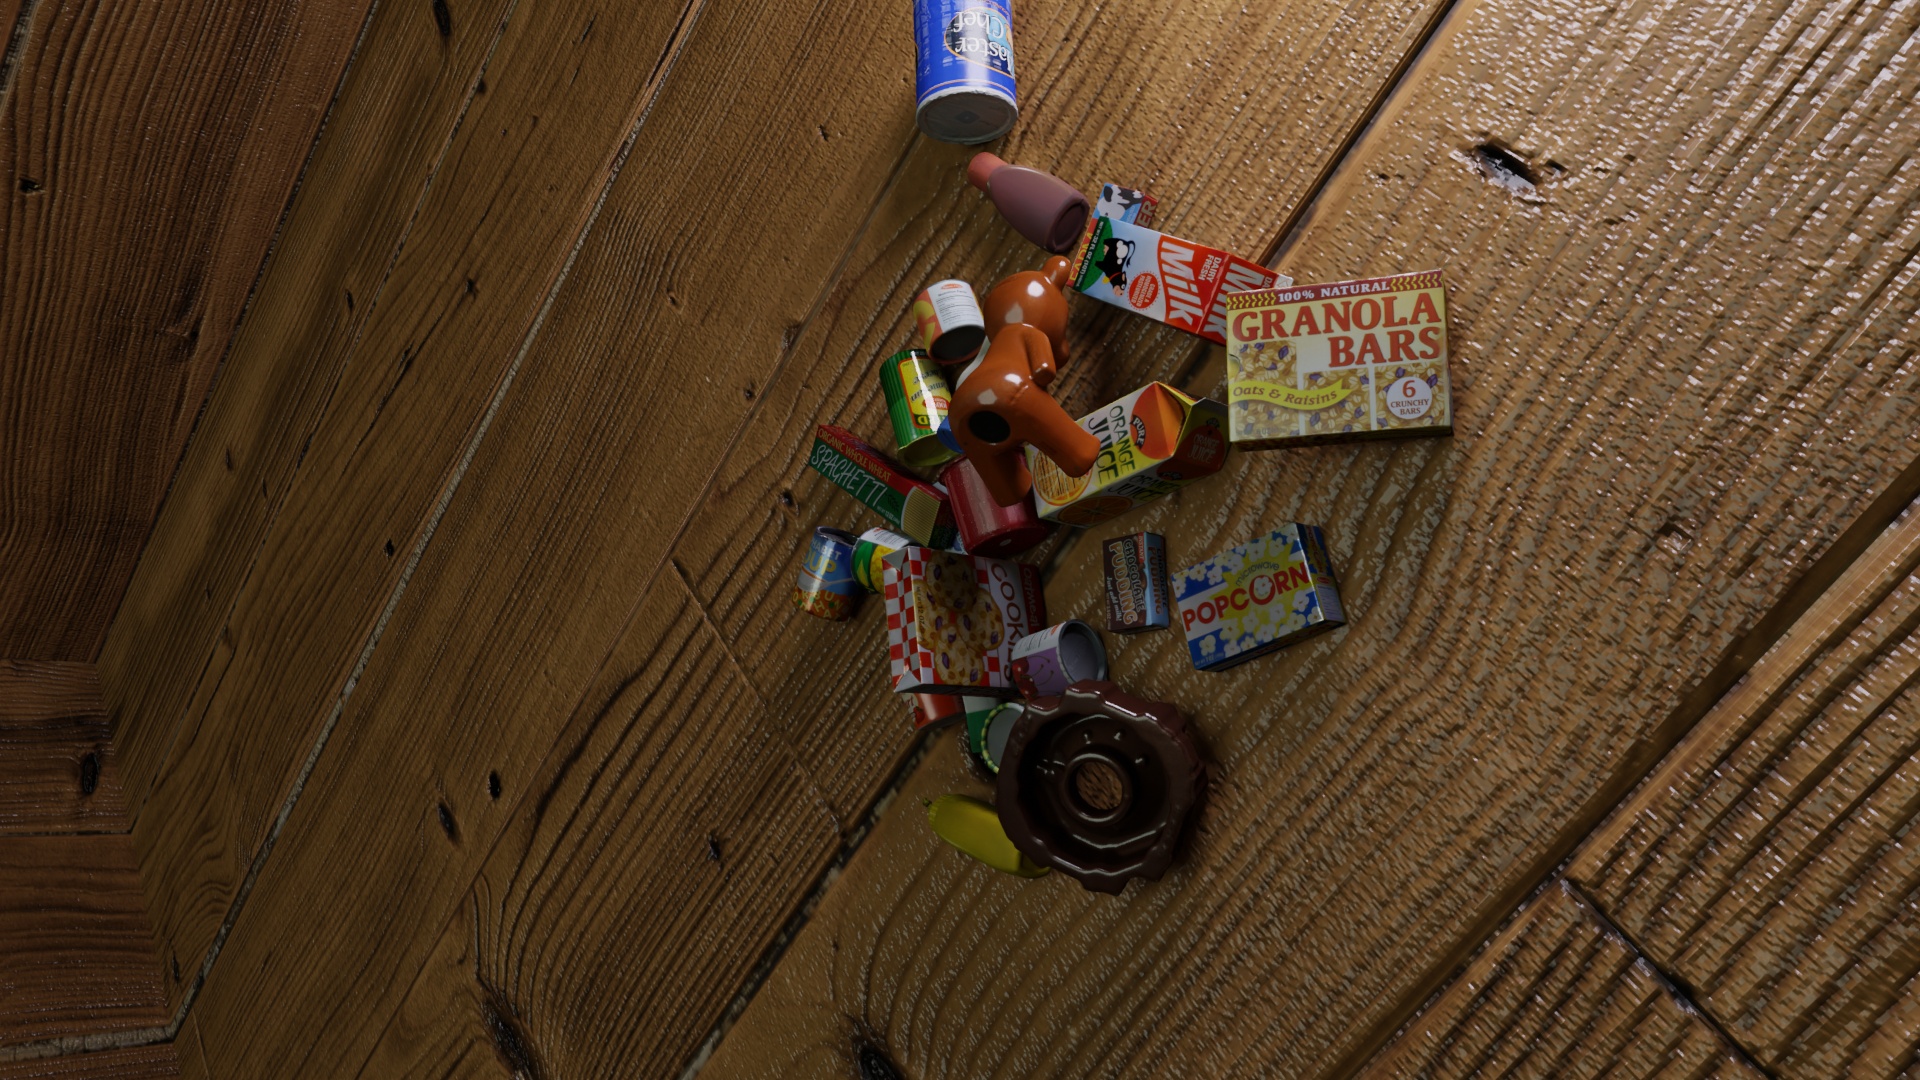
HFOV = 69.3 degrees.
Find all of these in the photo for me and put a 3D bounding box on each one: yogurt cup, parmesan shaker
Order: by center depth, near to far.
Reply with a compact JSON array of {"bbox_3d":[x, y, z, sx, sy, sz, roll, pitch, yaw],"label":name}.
[{"bbox_3d":[-0.023,0.149,1.334,0.072,0.072,0.054,-31,70,35],"label":"yogurt cup"},{"bbox_3d":[-0.042,-0.134,1.401,0.071,0.071,0.103,-34,61,34],"label":"parmesan shaker"}]

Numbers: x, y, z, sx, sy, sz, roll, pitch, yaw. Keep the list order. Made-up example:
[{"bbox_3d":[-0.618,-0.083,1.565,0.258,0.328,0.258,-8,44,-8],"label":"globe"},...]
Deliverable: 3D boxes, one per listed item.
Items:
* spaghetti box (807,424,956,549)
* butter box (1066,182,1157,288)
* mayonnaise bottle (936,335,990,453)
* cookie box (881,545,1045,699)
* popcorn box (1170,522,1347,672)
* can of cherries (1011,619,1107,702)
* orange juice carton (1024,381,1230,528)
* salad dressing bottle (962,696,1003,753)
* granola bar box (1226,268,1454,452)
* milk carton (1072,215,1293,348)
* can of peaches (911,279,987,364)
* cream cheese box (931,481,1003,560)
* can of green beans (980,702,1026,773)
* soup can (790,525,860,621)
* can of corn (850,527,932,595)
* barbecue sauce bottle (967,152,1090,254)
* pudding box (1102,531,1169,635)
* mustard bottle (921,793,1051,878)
[{"bbox_3d":[-0.084,-0.059,1.434,0.250,0.029,0.050,34,111,48],"label":"spaghetti box"},{"bbox_3d":[0.140,-0.276,1.293,0.053,0.024,0.103,29,101,43],"label":"butter box"},{"bbox_3d":[0.030,-0.148,1.301,0.041,0.064,0.149,3,52,50],"label":"mayonnaise bottle"},{"bbox_3d":[0.009,0.076,1.246,0.040,0.167,0.123,-22,68,42],"label":"cookie box"},{"bbox_3d":[0.239,0.048,1.126,0.126,0.038,0.085,-27,64,36],"label":"popcorn box"},{"bbox_3d":[0.089,0.112,1.235,0.058,0.071,0.071,-24,66,38],"label":"can of cherries"},{"bbox_3d":[0.154,-0.079,1.207,0.192,0.072,0.073,-25,65,38],"label":"orange juice carton"},{"bbox_3d":[0.016,0.124,1.306,0.044,0.064,0.148,-22,74,52],"label":"salad dressing bottle"},{"bbox_3d":[0.291,-0.137,1.075,0.165,0.039,0.124,-3,78,20],"label":"granola bar box"},{"bbox_3d":[0.196,-0.217,1.195,0.191,0.073,0.072,31,103,42],"label":"milk carton"},{"bbox_3d":[-0.010,-0.217,1.394,0.071,0.071,0.058,-37,59,32],"label":"can of peaches"},{"bbox_3d":[0.005,-0.017,1.367,0.053,0.024,0.104,-34,60,35],"label":"cream cheese box"},{"bbox_3d":[0.060,0.181,1.252,0.071,0.058,0.071,-10,75,42],"label":"can of green beans"},{"bbox_3d":[-0.136,0.034,1.456,0.071,0.071,0.083,30,102,42],"label":"soup can"},{"bbox_3d":[-0.067,0.026,1.398,0.058,0.071,0.071,15,92,43],"label":"can of corn"},{"bbox_3d":[0.062,-0.339,1.365,0.149,0.044,0.064,44,111,40],"label":"barbecue sauce bottle"},{"bbox_3d":[0.153,0.038,1.213,0.049,0.030,0.084,-12,74,40],"label":"pudding box"},{"bbox_3d":[0.017,0.265,1.276,0.160,0.065,0.049,12,85,49],"label":"mustard bottle"}]
